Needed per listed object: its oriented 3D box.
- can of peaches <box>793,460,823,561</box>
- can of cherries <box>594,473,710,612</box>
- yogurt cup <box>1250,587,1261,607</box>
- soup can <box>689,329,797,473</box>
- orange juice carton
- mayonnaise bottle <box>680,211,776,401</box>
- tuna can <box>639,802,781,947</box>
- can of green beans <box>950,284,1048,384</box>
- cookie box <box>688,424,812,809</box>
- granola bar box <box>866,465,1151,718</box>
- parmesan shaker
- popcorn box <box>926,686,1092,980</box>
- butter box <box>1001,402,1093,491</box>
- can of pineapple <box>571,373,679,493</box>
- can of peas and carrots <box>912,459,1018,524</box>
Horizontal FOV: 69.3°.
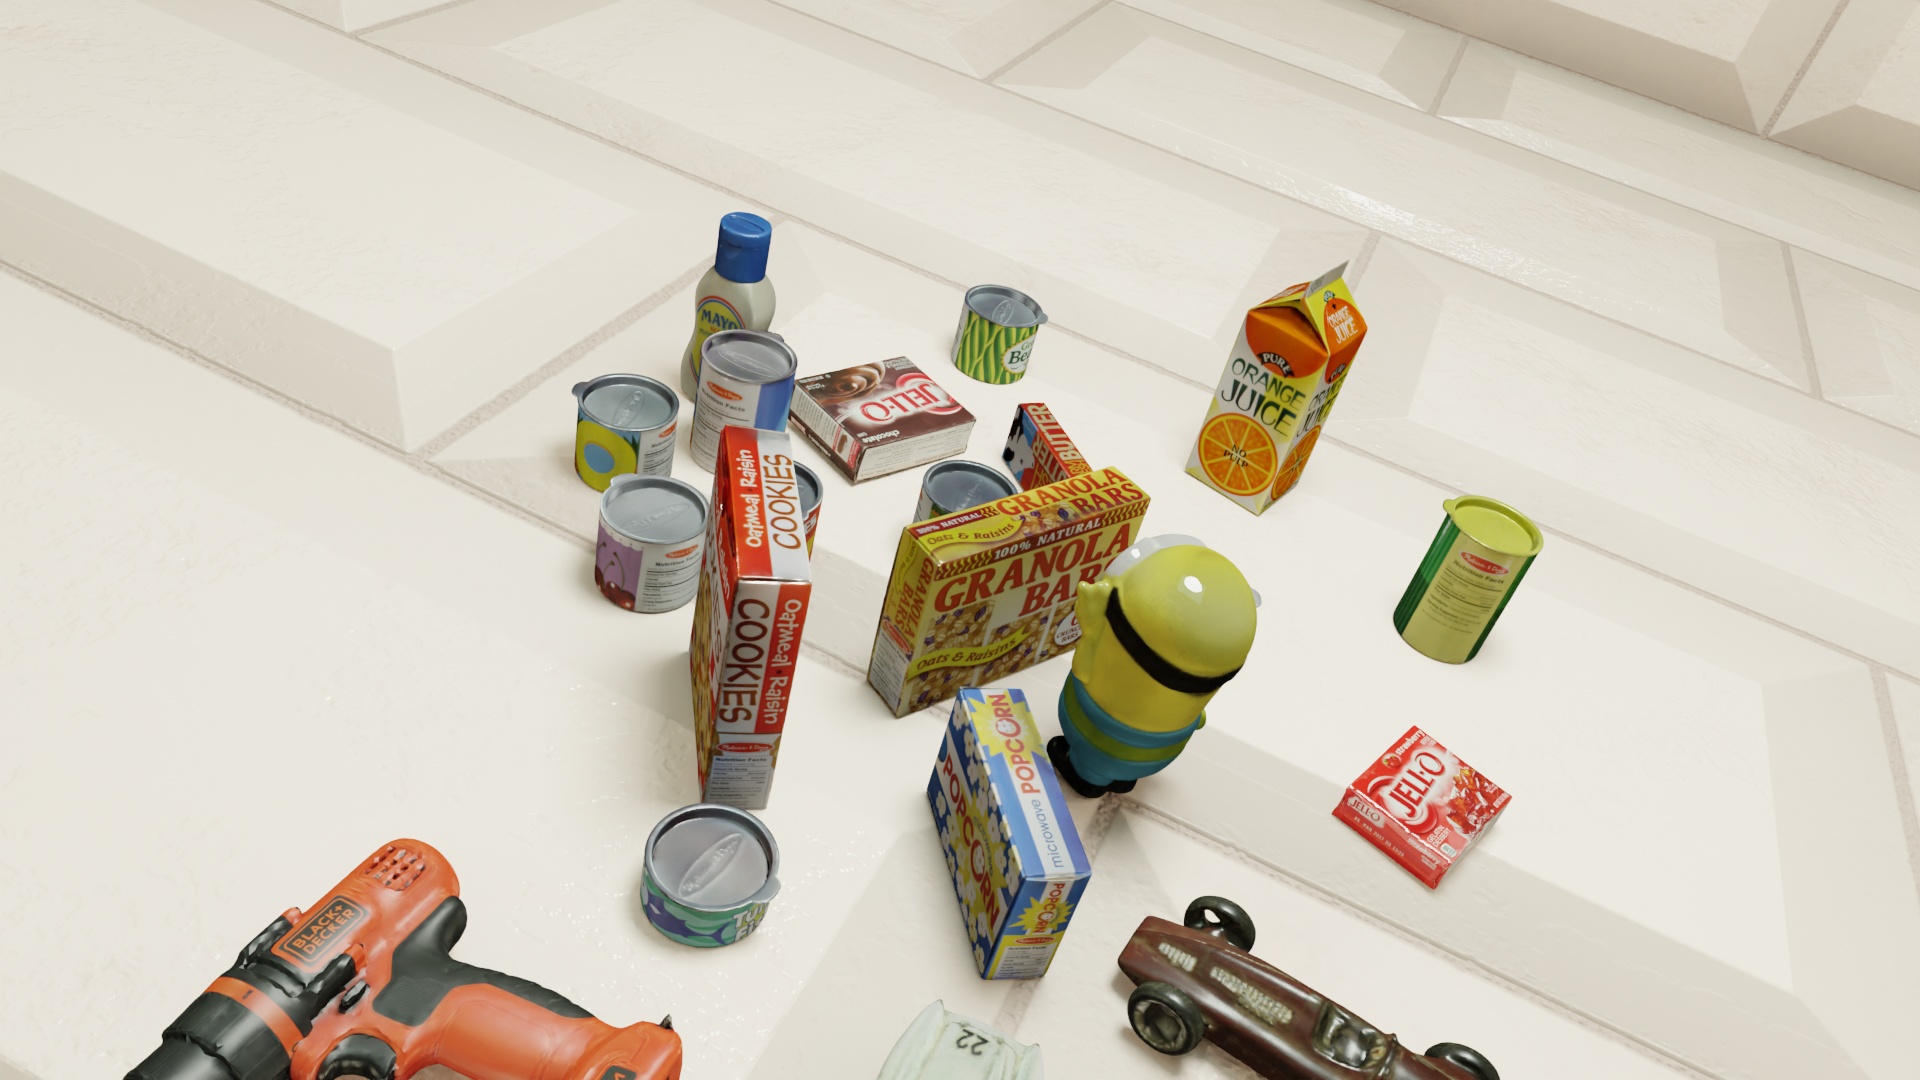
[{"bbox_3d":[-0.124,-0.012,0.896,0.071,0.057,0.071,10,38,-8],"label":"can of peaches"},{"bbox_3d":[-0.191,0.000,0.856,0.071,0.058,0.072,10,38,-8],"label":"can of cherries"},{"bbox_3d":[0.154,0.050,0.922,0.072,0.053,0.073,10,38,-8],"label":"yogurt cup"},{"bbox_3d":[-0.151,-0.096,0.972,0.071,0.083,0.072,10,38,-8],"label":"soup can"},{"bbox_3d":[0.246,-0.122,1.059,0.073,0.191,0.072,34,41,23],"label":"orange juice carton"},{"bbox_3d":[-0.164,-0.162,0.998,0.065,0.147,0.041,26,38,14],"label":"mayonnaise bottle"},{"bbox_3d":[-0.123,0.167,0.691,0.071,0.032,0.071,10,38,-8],"label":"tuna can"},{"bbox_3d":[0.030,-0.171,1.153,0.071,0.057,0.071,10,38,-8],"label":"can of green beans"},{"bbox_3d":[-0.116,0.042,0.741,0.040,0.166,0.123,3,39,-17],"label":"cookie box"},{"bbox_3d":[0.029,0.029,0.846,0.166,0.123,0.039,-17,48,-36],"label":"granola bar box"},{"bbox_3d":[0.354,0.027,0.983,0.071,0.102,0.072,10,38,-8],"label":"parmesan shaker"},{"bbox_3d":[0.022,0.150,0.722,0.038,0.084,0.127,1,40,-19],"label":"popcorn box"},{"bbox_3d":[0.066,-0.051,1.019,0.024,0.052,0.104,-5,42,-25],"label":"butter box"},{"bbox_3d":[-0.227,-0.072,0.935,0.071,0.057,0.071,10,38,-8],"label":"can of pineapple"},{"bbox_3d":[0.003,-0.012,0.941,0.071,0.058,0.071,10,38,-8],"label":"can of peas and carrots"}]
